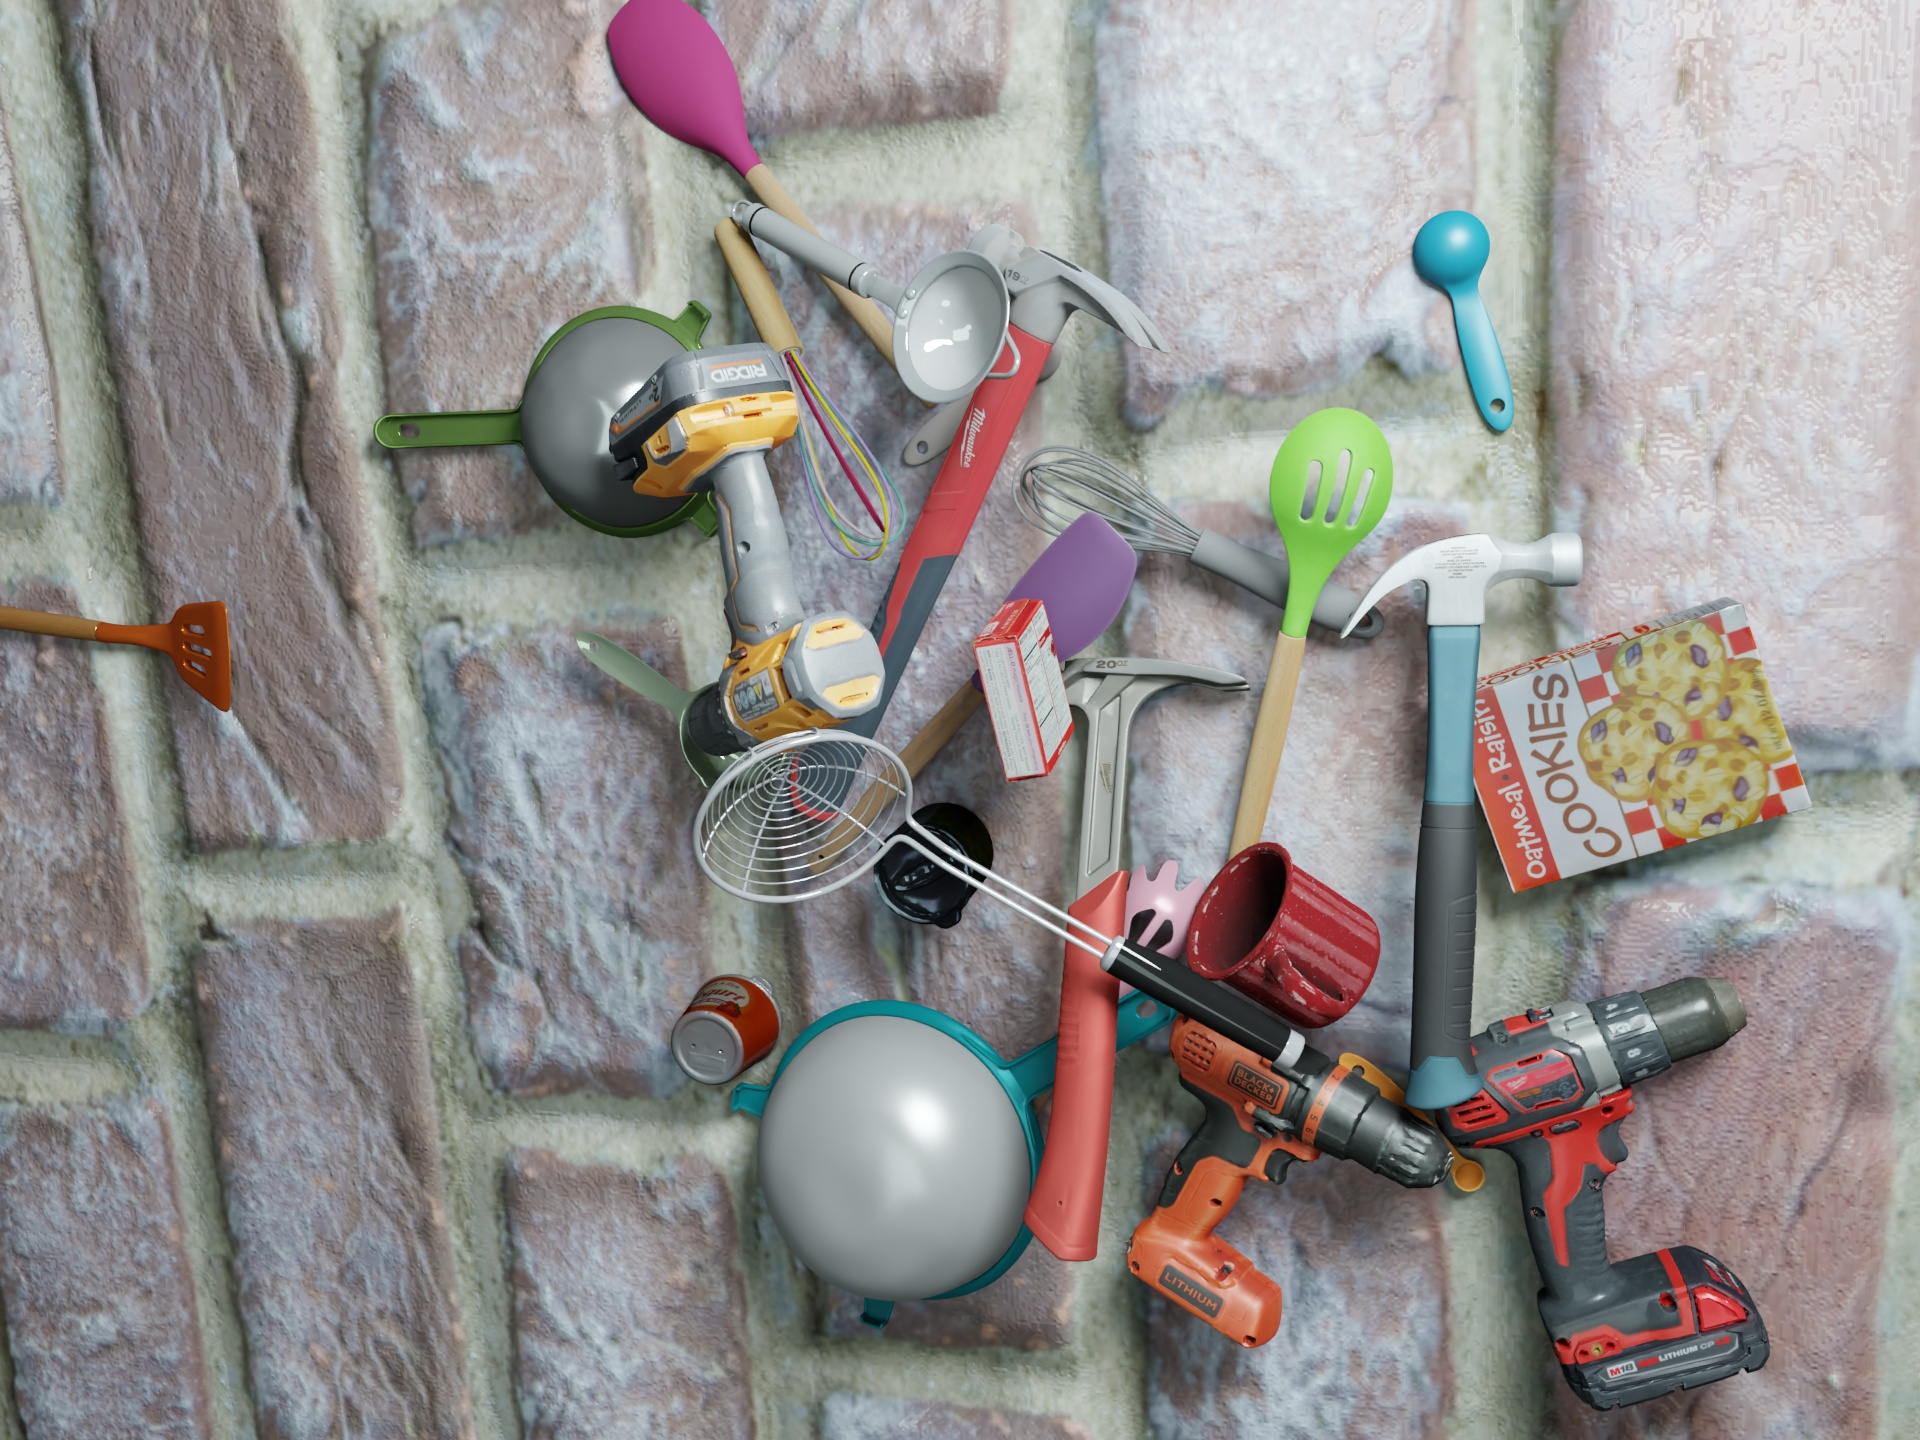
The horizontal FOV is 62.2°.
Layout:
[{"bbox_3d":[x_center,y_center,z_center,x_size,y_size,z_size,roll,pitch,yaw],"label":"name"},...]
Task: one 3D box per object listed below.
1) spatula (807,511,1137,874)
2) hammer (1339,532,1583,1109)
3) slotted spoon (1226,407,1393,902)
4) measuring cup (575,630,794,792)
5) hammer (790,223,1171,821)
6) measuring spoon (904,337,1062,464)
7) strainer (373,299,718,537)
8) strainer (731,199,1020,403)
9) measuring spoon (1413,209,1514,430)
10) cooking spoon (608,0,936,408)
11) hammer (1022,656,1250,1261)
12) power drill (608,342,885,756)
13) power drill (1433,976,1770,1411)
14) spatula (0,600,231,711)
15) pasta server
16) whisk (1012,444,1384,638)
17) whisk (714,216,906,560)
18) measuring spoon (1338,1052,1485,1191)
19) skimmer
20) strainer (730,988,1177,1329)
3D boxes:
[{"bbox_3d":[-0.002,-0.003,0.999,0.060,0.018,0.316,47,117,7],"label":"spatula"},{"bbox_3d":[0.279,0.060,0.904,0.128,0.033,0.331,1,96,13],"label":"hammer"},{"bbox_3d":[0.193,-0.027,0.940,0.070,0.031,0.313,7,115,-3],"label":"slotted spoon"},{"bbox_3d":[-0.182,-0.016,1.064,0.167,0.038,0.083,32,107,9],"label":"measuring cup"},{"bbox_3d":[-0.009,-0.093,0.970,0.143,0.038,0.386,41,117,32],"label":"hammer"},{"bbox_3d":[0.010,-0.198,0.983,0.124,0.018,0.034,-38,90,19],"label":"measuring spoon"},{"bbox_3d":[-0.279,-0.192,1.036,0.256,0.069,0.151,1,101,13],"label":"strainer"},{"bbox_3d":[-0.048,-0.255,0.929,0.259,0.050,0.087,36,110,29],"label":"strainer"},{"bbox_3d":[0.290,-0.226,0.900,0.042,0.021,0.128,-17,95,18],"label":"measuring spoon"},{"bbox_3d":[-0.113,-0.322,0.991,0.068,0.017,0.319,-38,89,20],"label":"cooking spoon"},{"bbox_3d":[0.090,0.140,0.962,0.149,0.036,0.359,2,82,17],"label":"hammer"},{"bbox_3d":[-0.138,-0.088,0.958,0.185,0.084,0.226,-22,86,55],"label":"power drill"},{"bbox_3d":[0.400,0.271,0.946,0.188,0.080,0.227,-23,91,13],"label":"power drill"},{"bbox_3d":[-0.664,-0.068,1.181,0.322,0.041,0.081,8,104,14],"label":"spatula"},{"bbox_3d":[0.064,0.226,1.054,0.060,0.040,0.316,33,112,6],"label":"pasta server"},{"bbox_3d":[0.142,-0.102,0.954,0.239,0.055,0.055,25,106,5],"label":"whisk"},{"bbox_3d":[-0.095,-0.207,0.972,0.051,0.047,0.245,-22,76,-10],"label":"whisk"},{"bbox_3d":[0.284,0.253,1.007,0.117,0.011,0.021,43,93,7],"label":"measuring spoon"},{"bbox_3d":[0.027,0.118,0.897,0.363,0.090,0.127,29,119,2],"label":"skimmer"},{"bbox_3d":[-0.009,0.265,1.020,0.340,0.095,0.211,-36,83,25],"label":"strainer"}]
